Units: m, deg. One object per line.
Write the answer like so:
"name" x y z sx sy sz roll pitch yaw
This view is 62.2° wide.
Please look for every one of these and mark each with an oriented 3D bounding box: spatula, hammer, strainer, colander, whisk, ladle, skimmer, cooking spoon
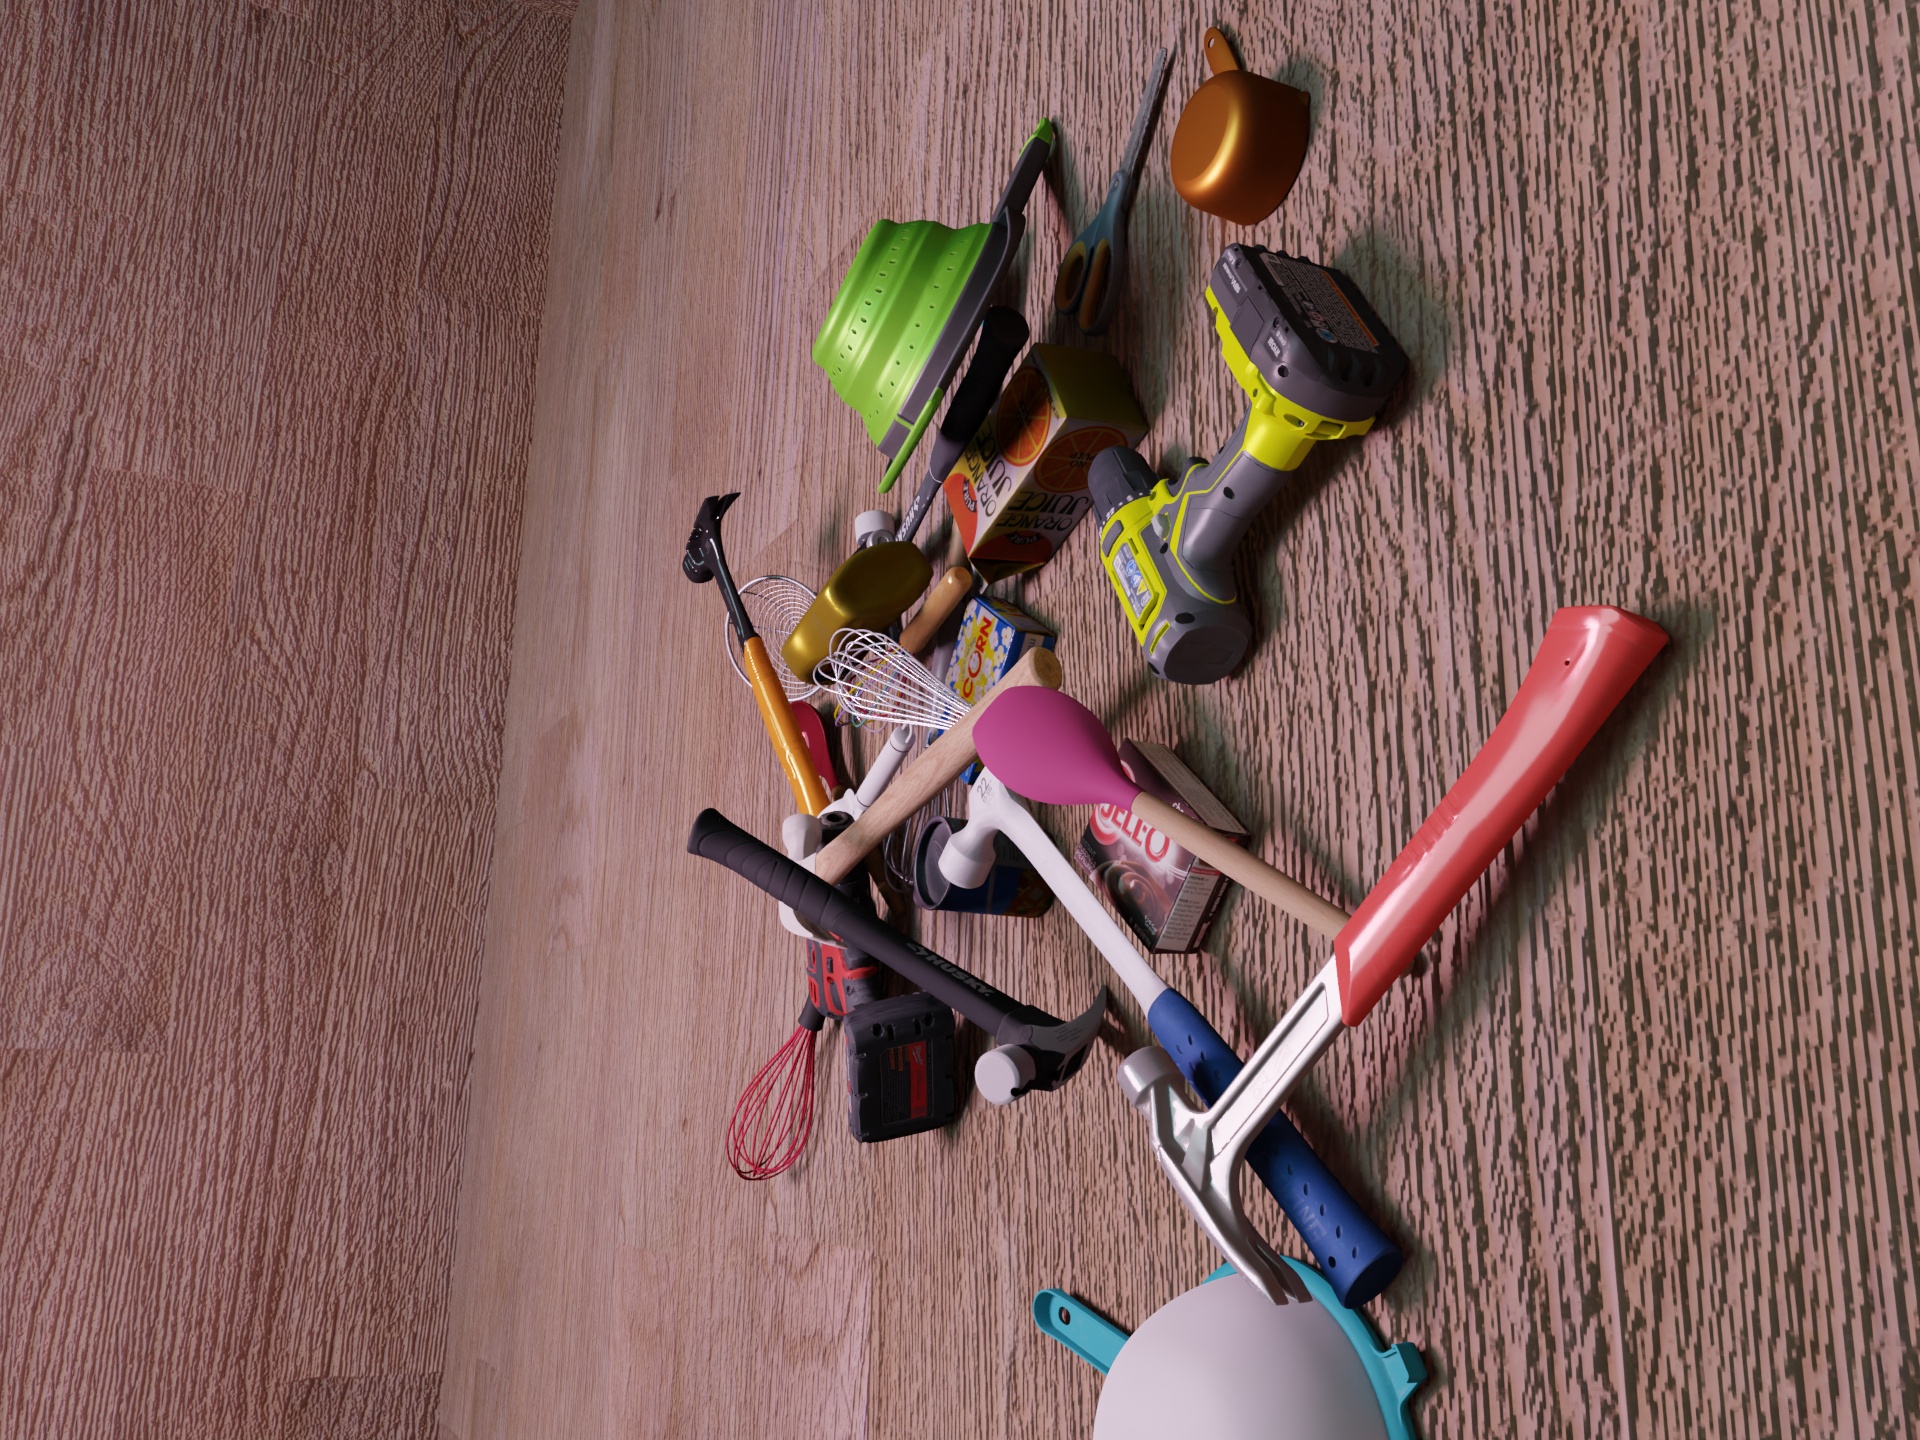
"spatula" 0.001 -0.228 1.305 0.082 0.044 0.317 -127 45 -88
"hammer" 0.110 0.150 0.903 0.406 0.035 0.144 51 126 44
"strainer" 0.100 0.379 0.863 0.340 0.095 0.211 5 87 62
"hammer" -0.180 -0.046 1.463 0.337 0.034 0.127 66 150 20
"strainer" -0.082 0.067 1.306 0.258 0.050 0.087 123 145 -52
"hammer" -0.037 0.054 1.118 0.331 0.031 0.130 -43 38 40
"colander" -0.019 -0.343 1.165 0.204 0.094 0.397 -52 15 52
"hammer" 0.207 0.102 0.741 0.359 0.036 0.149 -58 45 23
"whisk" -0.045 -0.054 1.291 0.245 0.047 0.051 -49 20 53
"hammer" -0.021 -0.190 1.265 0.408 0.036 0.149 125 142 -62
"whisk" -0.003 -0.003 1.147 0.285 0.070 0.070 25 106 39
"ladle" -0.104 0.078 1.442 0.316 0.031 0.069 -124 38 -51
"hammer" -0.055 0.141 1.053 0.335 0.146 0.035 27 110 29
"whisk" -0.023 0.021 1.276 0.055 0.055 0.239 0 79 64
"skimmer" -0.137 -0.101 1.434 0.127 0.090 0.363 61 161 0
"whisk" -0.140 0.288 1.421 0.073 0.073 0.295 47 119 58
"cooking spoon" 0.119 0.057 0.891 0.319 0.017 0.069 33 79 40

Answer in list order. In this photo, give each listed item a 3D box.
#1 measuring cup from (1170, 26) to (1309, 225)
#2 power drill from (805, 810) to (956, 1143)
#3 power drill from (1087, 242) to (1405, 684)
"measuring cup" 0.163 -0.395 1.017 0.095 0.052 0.174 -51 41 46
"power drill" -0.074 0.196 1.247 0.227 0.080 0.187 -125 30 -57
"power drill" 0.151 -0.161 0.948 0.191 0.080 0.228 -107 34 -41
